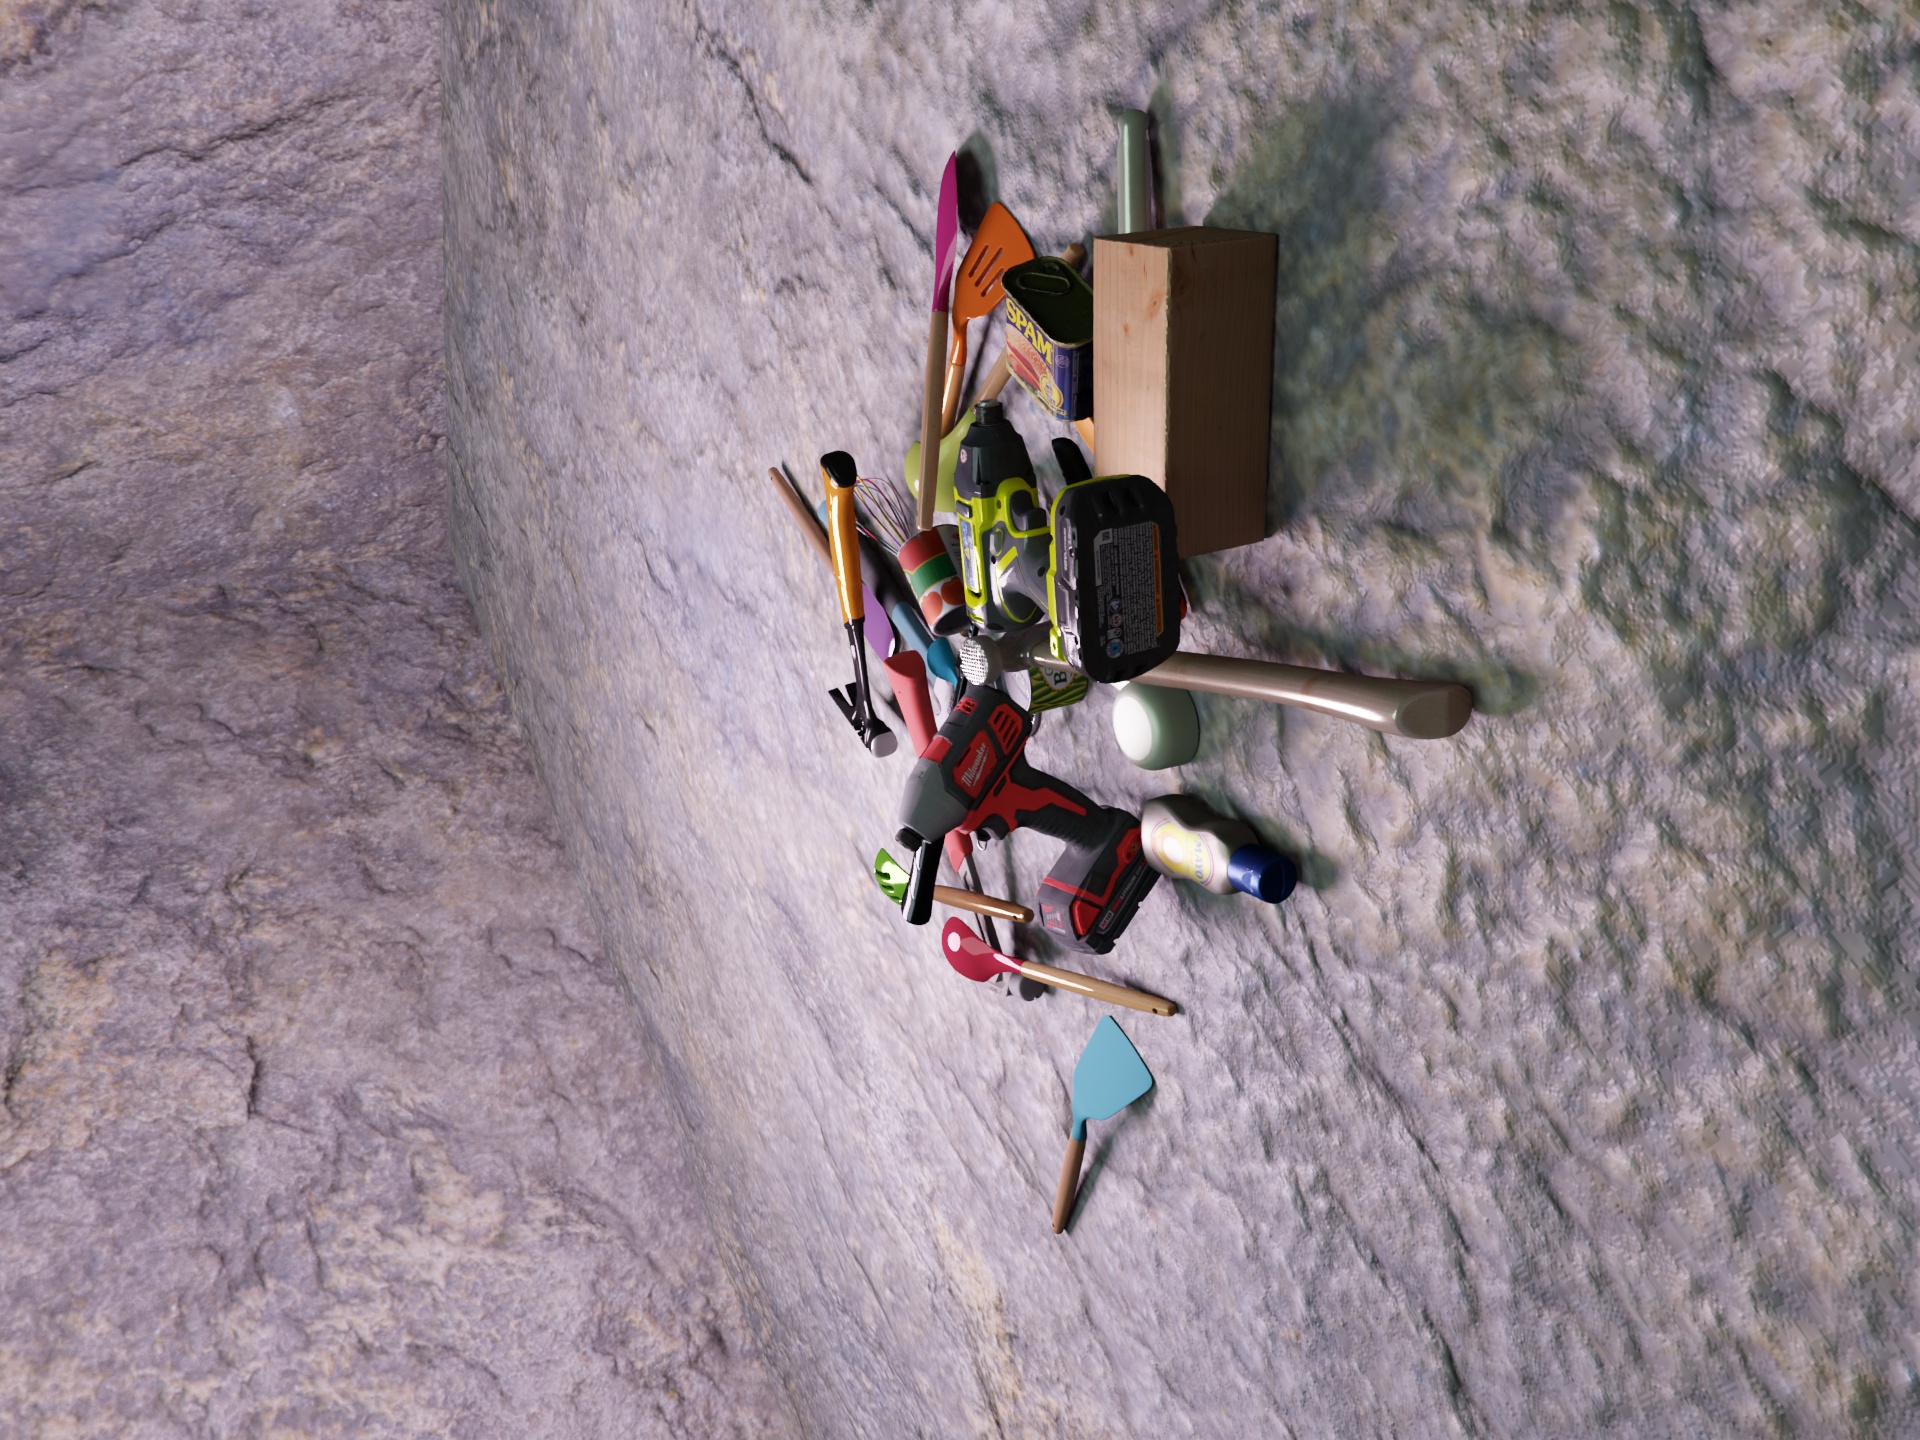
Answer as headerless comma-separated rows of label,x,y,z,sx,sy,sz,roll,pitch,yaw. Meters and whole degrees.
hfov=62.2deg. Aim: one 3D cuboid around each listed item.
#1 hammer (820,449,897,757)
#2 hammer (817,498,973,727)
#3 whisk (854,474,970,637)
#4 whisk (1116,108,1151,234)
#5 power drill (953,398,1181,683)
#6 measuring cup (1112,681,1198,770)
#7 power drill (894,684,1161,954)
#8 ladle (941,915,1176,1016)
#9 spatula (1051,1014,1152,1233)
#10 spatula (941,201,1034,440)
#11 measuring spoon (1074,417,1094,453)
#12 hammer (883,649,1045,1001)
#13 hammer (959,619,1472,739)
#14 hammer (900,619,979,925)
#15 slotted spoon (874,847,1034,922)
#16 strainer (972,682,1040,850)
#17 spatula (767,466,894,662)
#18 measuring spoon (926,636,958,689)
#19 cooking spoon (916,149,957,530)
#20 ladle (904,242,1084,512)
hammer,-0.113,-0.125,1.630,0.127,0.034,0.336,-129,27,-47
hammer,-0.067,-0.122,1.628,0.331,0.033,0.128,57,147,35
whisk,-0.053,-0.167,1.568,0.245,0.051,0.047,53,140,33
whisk,0.127,-0.308,1.139,0.058,0.059,0.246,-55,-36,-74
power drill,0.062,-0.127,1.117,0.223,0.080,0.171,-143,42,-58
measuring cup,0.127,-0.020,1.283,0.168,0.038,0.083,44,140,44
power drill,0.051,0.088,1.272,0.219,0.143,0.079,41,166,-25
ladle,0.079,0.234,1.463,0.315,0.031,0.069,6,119,50
spatula,0.121,0.409,1.530,0.082,0.044,0.317,54,151,37
spatula,0.003,-0.303,1.414,0.081,0.041,0.322,62,155,30
measuring spoon,0.114,-0.214,1.251,0.117,0.011,0.021,61,151,35
hammer,-0.011,0.103,1.566,0.149,0.036,0.359,11,122,61
hammer,0.180,-0.036,1.121,0.411,0.146,0.038,12,113,51
hammer,-0.002,-0.004,1.402,0.149,0.036,0.408,-108,28,-68
slotted spoon,-0.013,0.170,1.557,0.314,0.031,0.070,3,120,62
strainer,0.030,0.033,1.507,0.087,0.050,0.258,37,140,32
spatula,-0.145,-0.183,1.769,0.316,0.018,0.059,56,145,33
measuring spoon,-0.008,-0.022,1.475,0.042,0.021,0.129,99,156,-54
cooking spoon,-0.020,-0.322,1.358,0.069,0.017,0.319,-145,59,-81
ladle,0.032,-0.286,1.347,0.078,0.062,0.320,40,139,2
